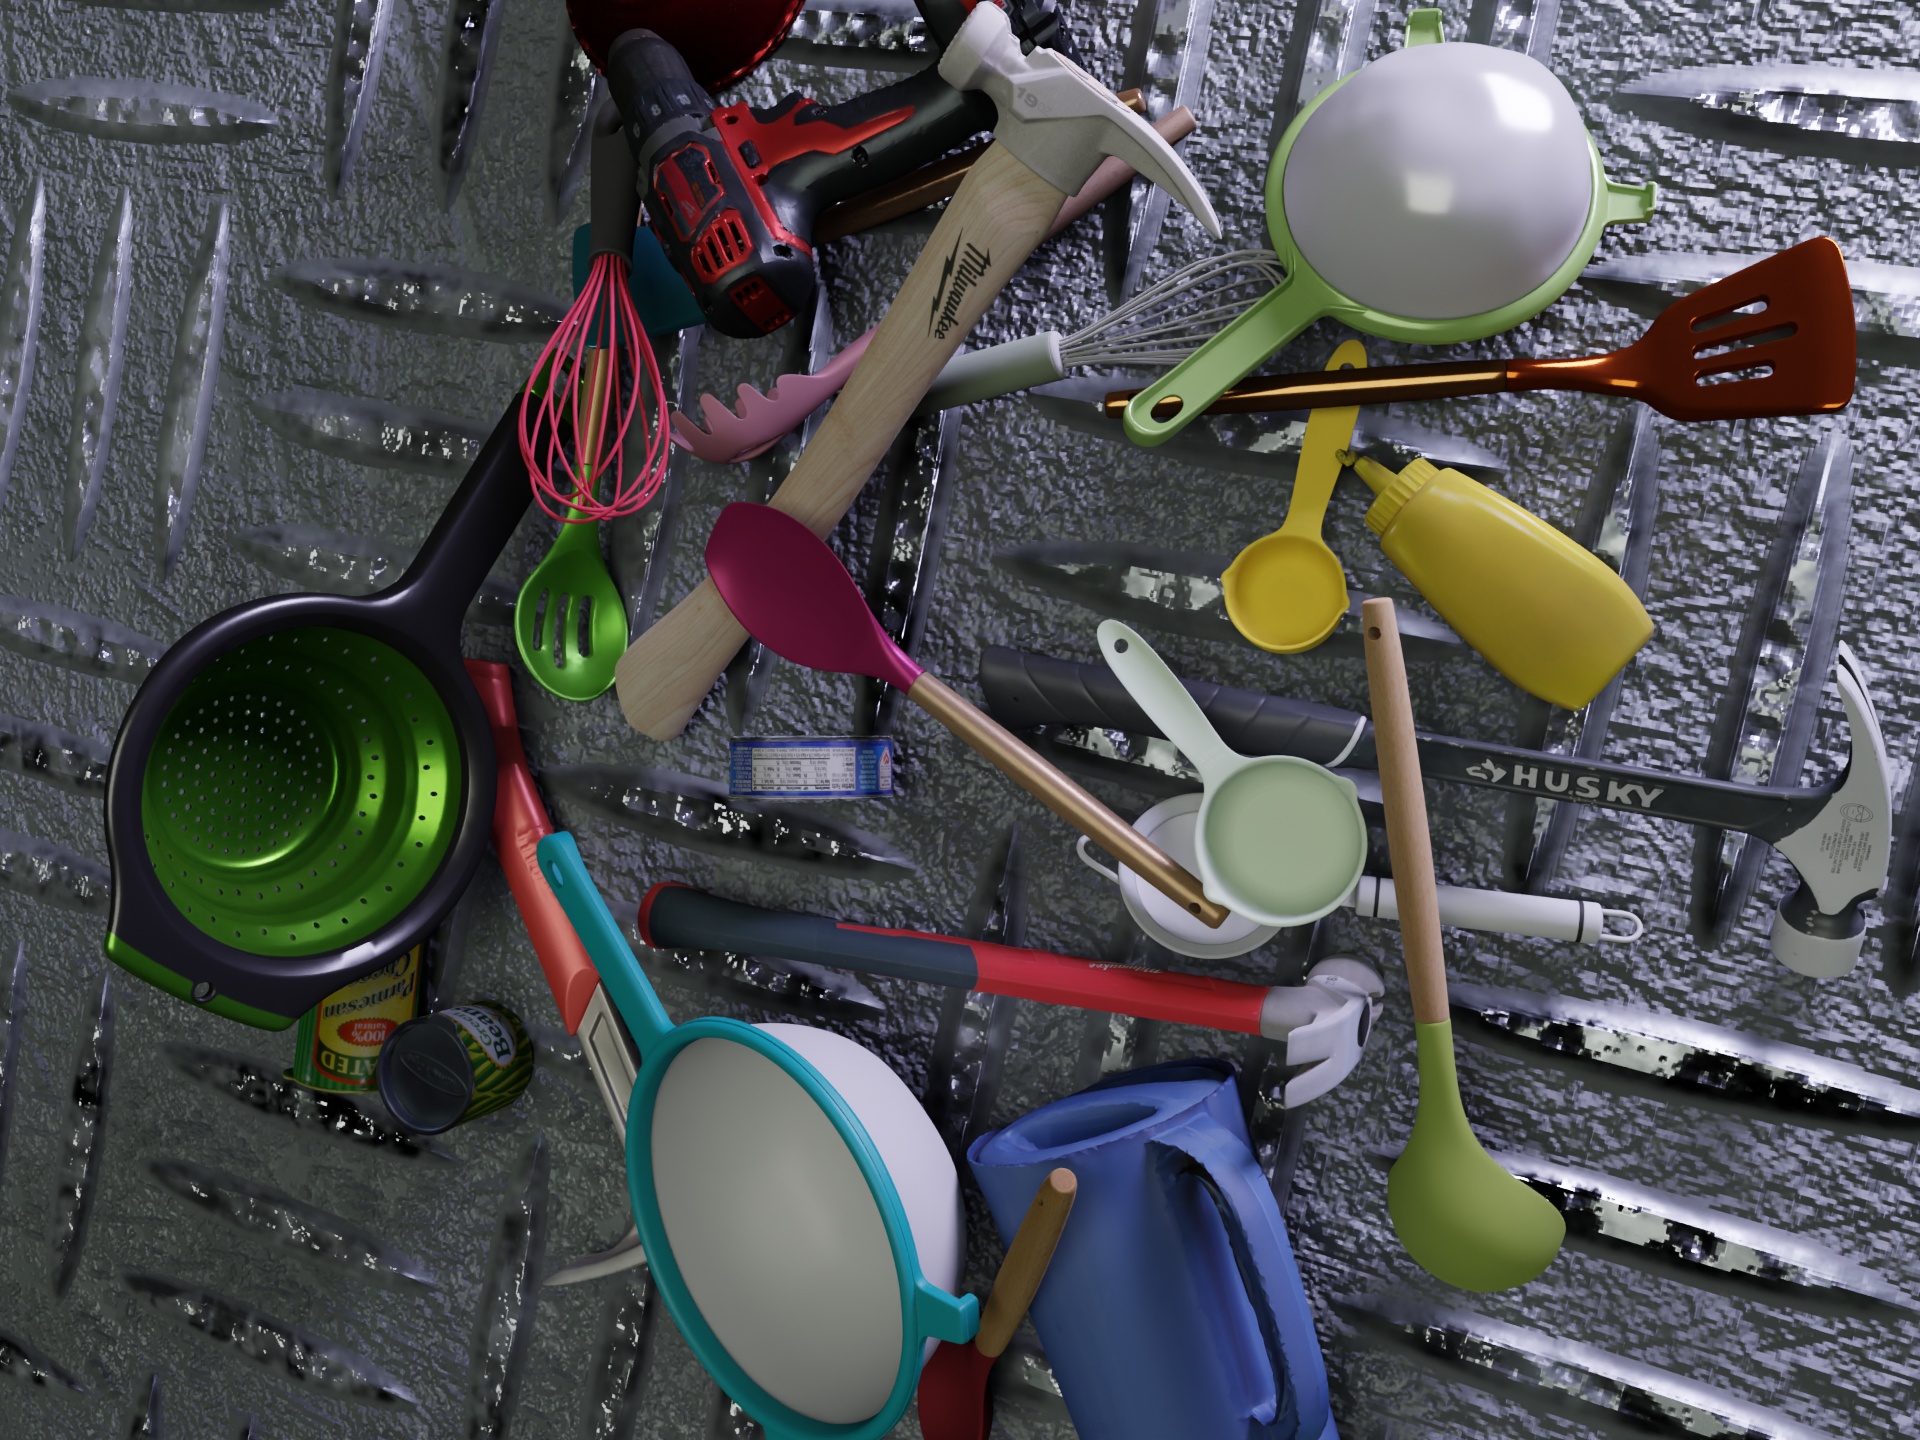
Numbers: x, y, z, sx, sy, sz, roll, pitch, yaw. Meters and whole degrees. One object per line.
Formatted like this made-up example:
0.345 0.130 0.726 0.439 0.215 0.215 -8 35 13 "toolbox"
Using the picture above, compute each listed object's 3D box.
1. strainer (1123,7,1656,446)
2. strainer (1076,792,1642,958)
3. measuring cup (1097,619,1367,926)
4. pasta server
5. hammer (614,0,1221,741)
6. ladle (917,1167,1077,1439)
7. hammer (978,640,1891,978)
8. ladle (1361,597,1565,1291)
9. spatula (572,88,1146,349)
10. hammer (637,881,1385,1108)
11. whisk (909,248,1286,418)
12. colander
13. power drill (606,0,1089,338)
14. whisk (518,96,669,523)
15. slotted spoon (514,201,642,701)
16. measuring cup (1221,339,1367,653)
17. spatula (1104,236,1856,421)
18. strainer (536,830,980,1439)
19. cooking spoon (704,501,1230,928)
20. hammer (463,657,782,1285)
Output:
0.171 -0.214 0.694 0.256 0.069 0.152 -39 72 -6 "strainer"
0.184 0.084 0.752 0.258 0.050 0.087 6 61 14 "strainer"
0.120 0.020 0.734 0.083 0.038 0.168 -40 75 10 "measuring cup"
-0.019 -0.222 0.823 0.316 0.060 0.040 -33 92 14 "pasta server"
-0.048 -0.134 0.795 0.146 0.038 0.410 34 118 -11 "hammer"
0.016 0.273 0.725 0.031 0.315 0.069 -6 53 -16 "ladle"
0.196 0.009 0.728 0.409 0.036 0.149 11 126 24 "hammer"
0.211 0.103 0.705 0.078 0.062 0.320 -4 99 40 "ladle"
-0.057 -0.271 0.833 0.317 0.044 0.082 -16 67 18 "spatula"
0.000 0.123 0.778 0.386 0.143 0.038 5 97 24 "hammer"
0.057 -0.186 0.797 0.246 0.057 0.059 -10 53 23 "whisk"
-0.324 -0.037 0.862 0.094 0.204 0.397 7 64 42 "colander"
-0.068 -0.320 0.800 0.226 0.080 0.188 -31 69 11 "power drill"
-0.180 -0.218 0.814 0.073 0.073 0.296 -16 57 19 "whisk"
-0.202 -0.167 0.889 0.031 0.070 0.314 5 87 49 "slotted spoon"
0.171 -0.106 0.768 0.062 0.029 0.156 15 84 18 "measuring cup"
0.224 -0.160 0.727 0.322 0.041 0.081 -1 77 16 "spatula"
-0.101 0.187 0.803 0.341 0.095 0.211 55 132 21 "strainer"
-0.001 -0.002 0.769 0.319 0.017 0.068 38 120 13 "cooking spoon"
-0.232 0.130 0.903 0.149 0.036 0.359 -27 81 13 "hammer"
